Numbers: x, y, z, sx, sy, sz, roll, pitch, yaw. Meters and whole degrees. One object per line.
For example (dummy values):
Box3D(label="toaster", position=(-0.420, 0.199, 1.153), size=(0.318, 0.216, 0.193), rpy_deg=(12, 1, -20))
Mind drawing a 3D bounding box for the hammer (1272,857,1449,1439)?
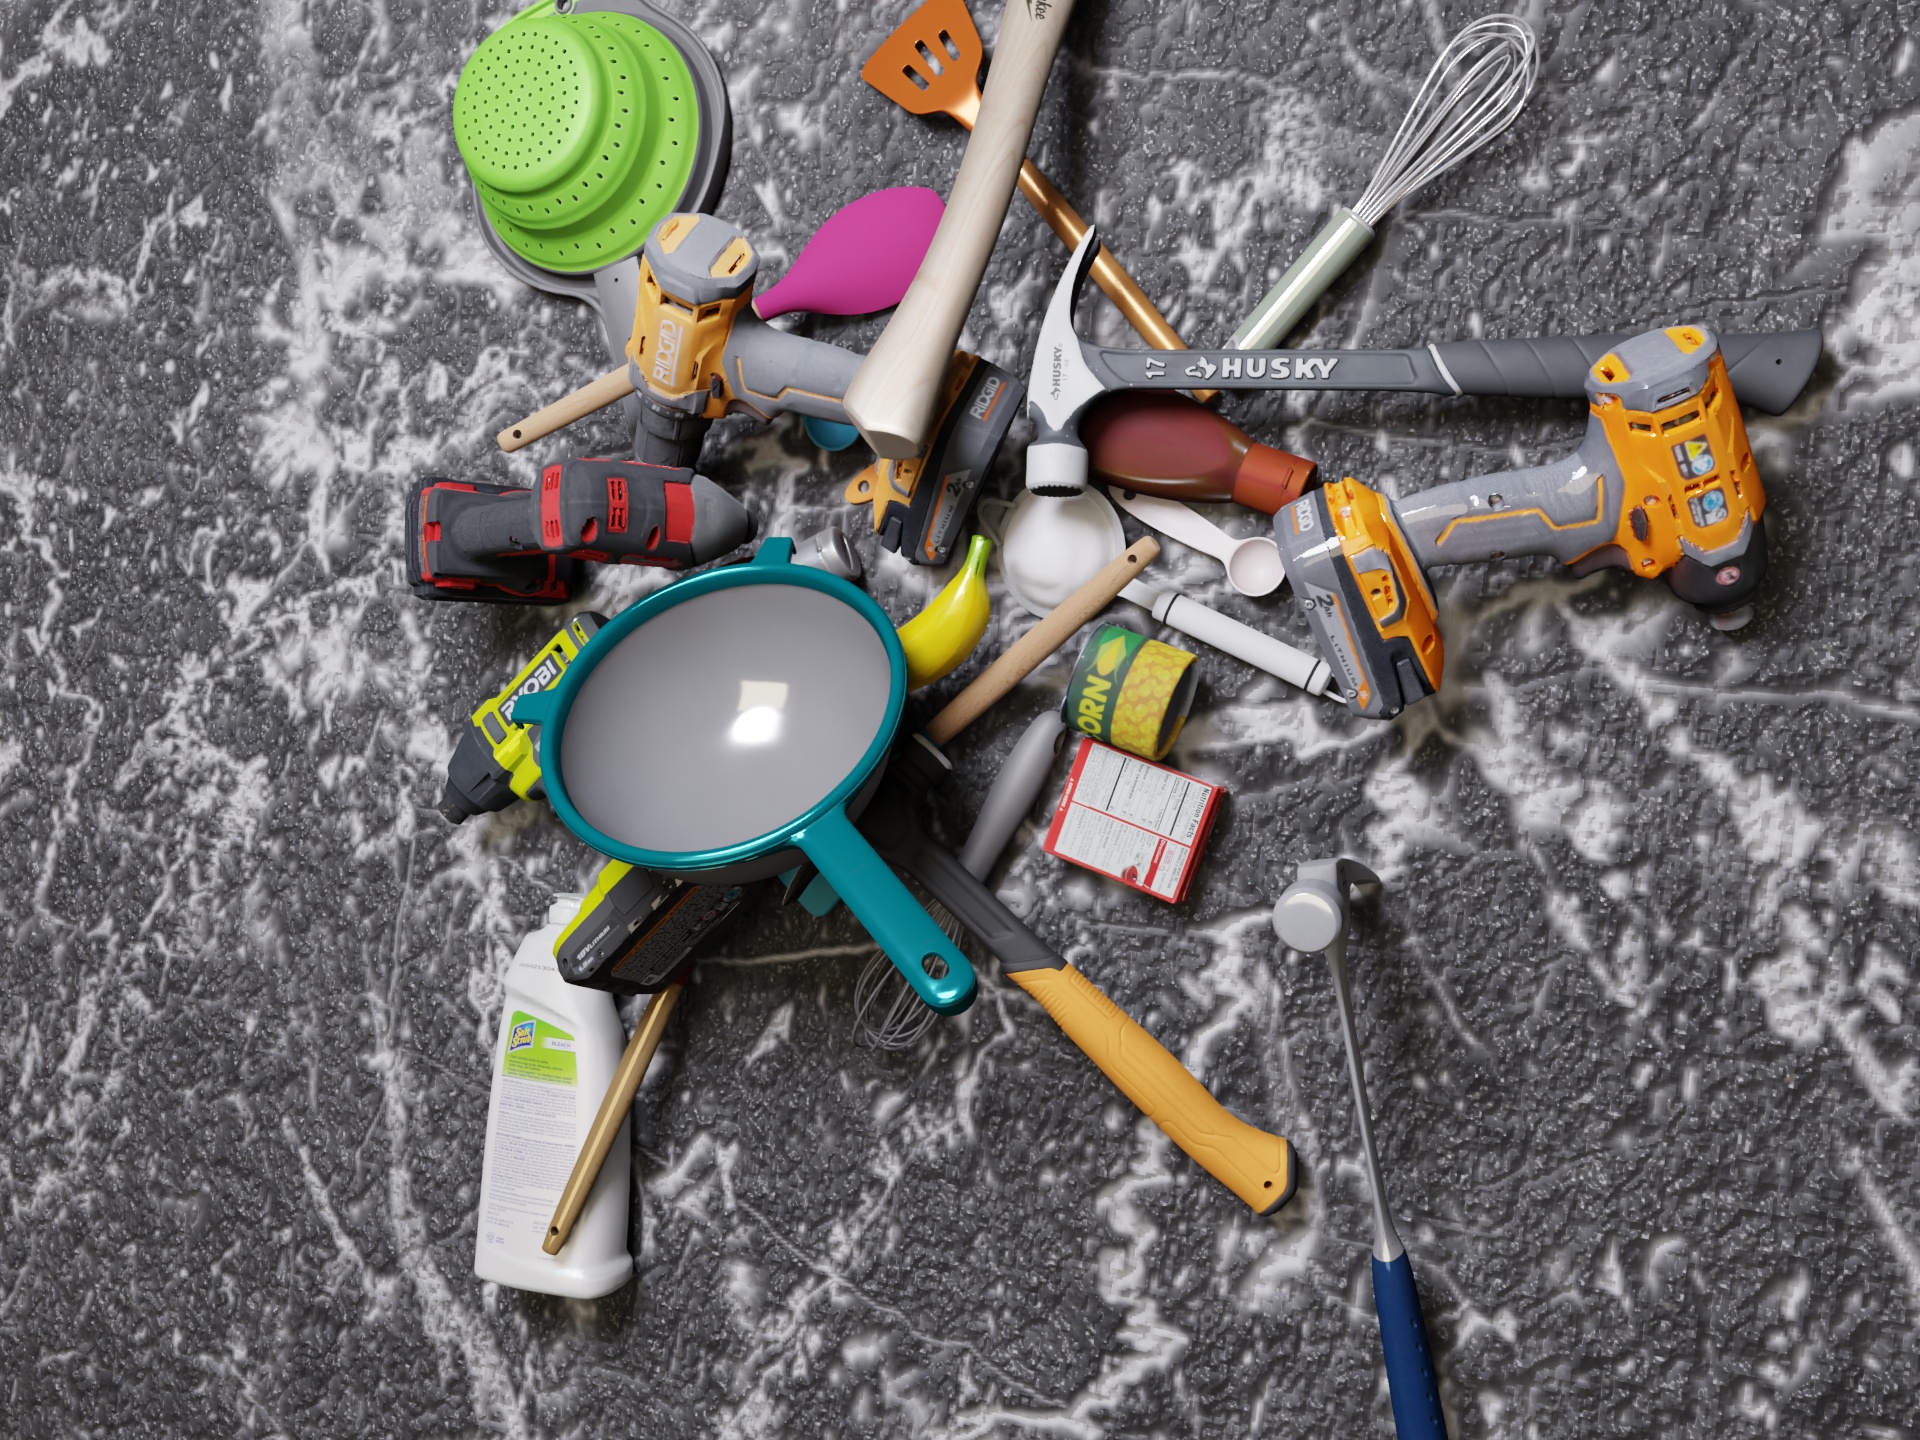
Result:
Box3D(label="hammer", position=(0.229, 0.270, 0.850), size=(0.035, 0.144, 0.405), rpy_deg=(-9, 94, 22))

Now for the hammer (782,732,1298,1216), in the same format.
Box3D(label="hammer", position=(0.055, 0.164, 0.916), size=(0.337, 0.034, 0.127), rpy_deg=(42, 90, 6))

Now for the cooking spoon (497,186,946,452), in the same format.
Box3D(label="cooking spoon", position=(-0.150, -0.246, 1.002), size=(0.319, 0.017, 0.069), rpy_deg=(-27, 93, 4))

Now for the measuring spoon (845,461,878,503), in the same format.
Box3D(label="measuring spoon", position=(-0.026, -0.169, 0.996), size=(0.117, 0.011, 0.021), rpy_deg=(-30, 79, 17))

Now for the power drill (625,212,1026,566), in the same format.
Box3D(label="power drill", position=(-0.094, -0.177, 0.945), size=(0.226, 0.084, 0.185), rpy_deg=(26, 143, -1))

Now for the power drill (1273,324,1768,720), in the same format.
Box3D(label="power drill", position=(0.296, -0.084, 0.823), size=(0.226, 0.084, 0.164), rpy_deg=(-23, 116, 19))

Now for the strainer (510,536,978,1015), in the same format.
Box3D(label="strainer", position=(-0.088, 0.053, 0.871), size=(0.211, 0.095, 0.341), rpy_deg=(-35, 54, -13))

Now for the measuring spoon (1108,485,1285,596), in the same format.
Box3D(label="measuring spoon", position=(0.139, -0.111, 0.935), size=(0.124, 0.018, 0.034), rpy_deg=(35, 98, 24))

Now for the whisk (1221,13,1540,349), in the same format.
Box3D(label="whisk", position=(0.228, -0.284, 0.889), size=(0.246, 0.059, 0.058), rpy_deg=(-49, 30, 17))

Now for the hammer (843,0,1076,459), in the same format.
Box3D(label="hammer", position=(0.031, -0.326, 0.886), size=(0.146, 0.038, 0.411), rpy_deg=(10, 70, 20))

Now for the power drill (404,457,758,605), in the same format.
Box3D(label="power drill", position=(-0.237, -0.118, 0.986), size=(0.220, 0.143, 0.078), rpy_deg=(-1, 90, 44))

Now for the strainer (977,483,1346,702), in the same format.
Box3D(label="strainer", position=(0.113, -0.071, 0.929), size=(0.258, 0.050, 0.086), rpy_deg=(27, 112, 16))

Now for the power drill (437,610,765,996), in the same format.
Box3D(label="power drill", position=(-0.237, 0.060, 1.014), size=(0.171, 0.080, 0.223), rpy_deg=(-45, 59, 8))

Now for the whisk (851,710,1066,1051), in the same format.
Box3D(label="whisk", position=(0.000, 0.099, 0.963), size=(0.055, 0.055, 0.239), rpy_deg=(30, 95, 18))

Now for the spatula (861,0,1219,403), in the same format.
Box3D(label="spatula", position=(0.053, -0.315, 0.965), size=(0.081, 0.041, 0.323), rpy_deg=(-40, 80, 14))

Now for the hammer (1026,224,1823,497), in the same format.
Box3D(label="hammer", position=(0.240, -0.193, 0.856), size=(0.409, 0.036, 0.149), rpy_deg=(2, 86, 12))

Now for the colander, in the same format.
Box3D(label="colander", position=(-0.242, -0.310, 1.035), size=(0.204, 0.094, 0.397), rpy_deg=(-16, 83, 19))

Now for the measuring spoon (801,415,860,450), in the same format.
Box3D(label="measuring spoon", position=(-0.111, -0.216, 1.022), size=(0.129, 0.021, 0.042), rpy_deg=(34, 110, 17))

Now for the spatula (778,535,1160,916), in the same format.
Box3D(label="spatula", position=(-0.002, -0.003, 0.950), size=(0.317, 0.044, 0.082), rpy_deg=(-42, 81, 26))

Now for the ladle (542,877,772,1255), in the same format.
Box3D(label="ladle", position=(-0.193, 0.190, 1.012), size=(0.069, 0.031, 0.315), rpy_deg=(22, 84, 21))
